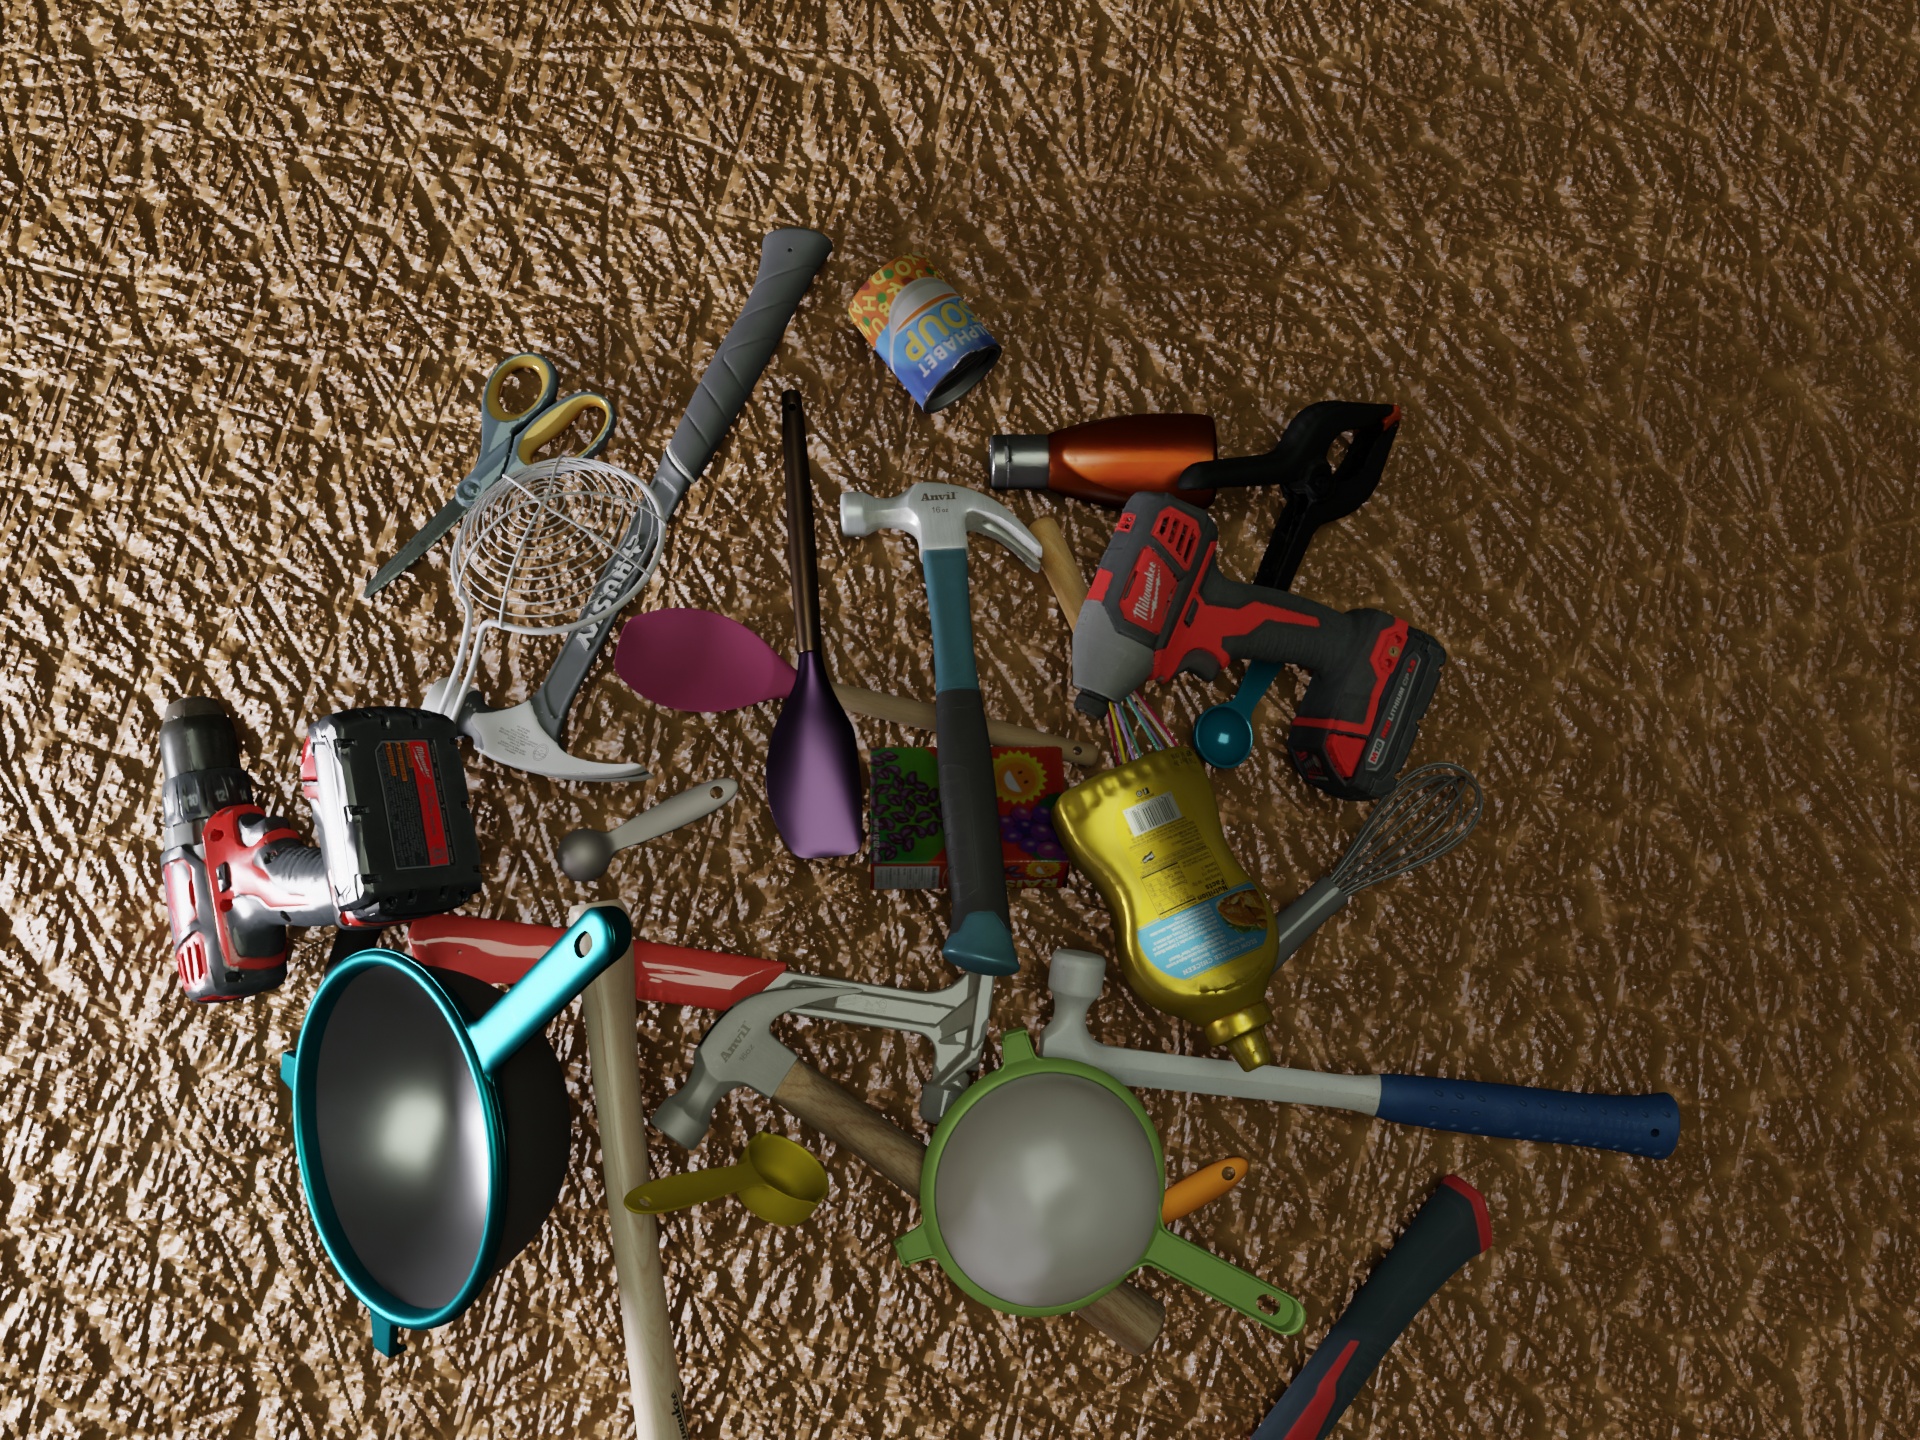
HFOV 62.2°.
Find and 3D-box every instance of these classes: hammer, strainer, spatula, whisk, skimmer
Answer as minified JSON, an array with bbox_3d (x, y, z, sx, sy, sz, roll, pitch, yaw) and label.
[{"bbox_3d":[-0.002,-0.003,0.984,0.128,0.033,0.331,-4,65,-4],"label":"hammer"},{"bbox_3d":[-0.251,0.194,0.886,0.340,0.095,0.211,-43,65,31],"label":"strainer"},{"bbox_3d":[-0.101,-0.067,1.025,0.059,0.018,0.316,-4,76,-4],"label":"spatula"},{"bbox_3d":[0.246,0.237,0.989,0.405,0.035,0.144,8,91,-6],"label":"hammer"},{"bbox_3d":[-0.158,0.152,0.991,0.359,0.036,0.149,9,80,-2],"label":"hammer"},{"bbox_3d":[-0.186,-0.148,1.032,0.149,0.036,0.409,24,78,10],"label":"hammer"},{"bbox_3d":[0.241,0.111,1.018,0.239,0.055,0.055,-40,85,-4],"label":"whisk"},{"bbox_3d":[-0.294,0.009,0.966,0.127,0.090,0.363,32,105,23],"label":"skimmer"},{"bbox_3d":[0.099,-0.021,1.031,0.047,0.051,0.245,-24,80,-1],"label":"whisk"},{"bbox_3d":[-0.185,0.308,0.901,0.038,0.146,0.411,-10,83,4],"label":"hammer"},{"bbox_3d":[0.184,0.429,0.965,0.143,0.038,0.386,39,81,5],"label":"hammer"},{"bbox_3d":[0.101,0.299,0.918,0.256,0.069,0.151,30,81,-9],"label":"strainer"},{"bbox_3d":[-0.012,0.274,0.947,0.331,0.031,0.130,37,75,-9],"label":"hammer"}]

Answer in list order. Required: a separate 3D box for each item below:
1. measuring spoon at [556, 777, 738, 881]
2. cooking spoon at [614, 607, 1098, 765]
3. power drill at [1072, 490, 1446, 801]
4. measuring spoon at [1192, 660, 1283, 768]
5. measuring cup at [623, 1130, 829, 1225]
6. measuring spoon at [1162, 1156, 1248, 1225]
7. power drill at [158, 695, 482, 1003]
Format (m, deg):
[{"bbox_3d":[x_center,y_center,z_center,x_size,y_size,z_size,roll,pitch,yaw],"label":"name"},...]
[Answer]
[{"bbox_3d":[-0.199,0.065,1.011,0.124,0.018,0.034,-25,83,-8],"label":"measuring spoon"},{"bbox_3d":[-0.066,-0.013,1.032,0.319,0.017,0.069,13,76,-1],"label":"cooking spoon"},{"bbox_3d":[0.177,-0.036,0.992,0.219,0.078,0.143,24,86,-12],"label":"power drill"},{"bbox_3d":[0.190,-0.023,1.052,0.042,0.021,0.129,37,71,-12],"label":"measuring spoon"},{"bbox_3d":[-0.140,0.276,0.923,0.062,0.156,0.029,42,110,32],"label":"measuring cup"},{"bbox_3d":[0.130,0.305,0.994,0.117,0.011,0.021,-27,83,-7],"label":"measuring spoon"},{"bbox_3d":[-0.391,0.055,0.929,0.227,0.080,0.188,-19,79,32],"label":"power drill"}]
